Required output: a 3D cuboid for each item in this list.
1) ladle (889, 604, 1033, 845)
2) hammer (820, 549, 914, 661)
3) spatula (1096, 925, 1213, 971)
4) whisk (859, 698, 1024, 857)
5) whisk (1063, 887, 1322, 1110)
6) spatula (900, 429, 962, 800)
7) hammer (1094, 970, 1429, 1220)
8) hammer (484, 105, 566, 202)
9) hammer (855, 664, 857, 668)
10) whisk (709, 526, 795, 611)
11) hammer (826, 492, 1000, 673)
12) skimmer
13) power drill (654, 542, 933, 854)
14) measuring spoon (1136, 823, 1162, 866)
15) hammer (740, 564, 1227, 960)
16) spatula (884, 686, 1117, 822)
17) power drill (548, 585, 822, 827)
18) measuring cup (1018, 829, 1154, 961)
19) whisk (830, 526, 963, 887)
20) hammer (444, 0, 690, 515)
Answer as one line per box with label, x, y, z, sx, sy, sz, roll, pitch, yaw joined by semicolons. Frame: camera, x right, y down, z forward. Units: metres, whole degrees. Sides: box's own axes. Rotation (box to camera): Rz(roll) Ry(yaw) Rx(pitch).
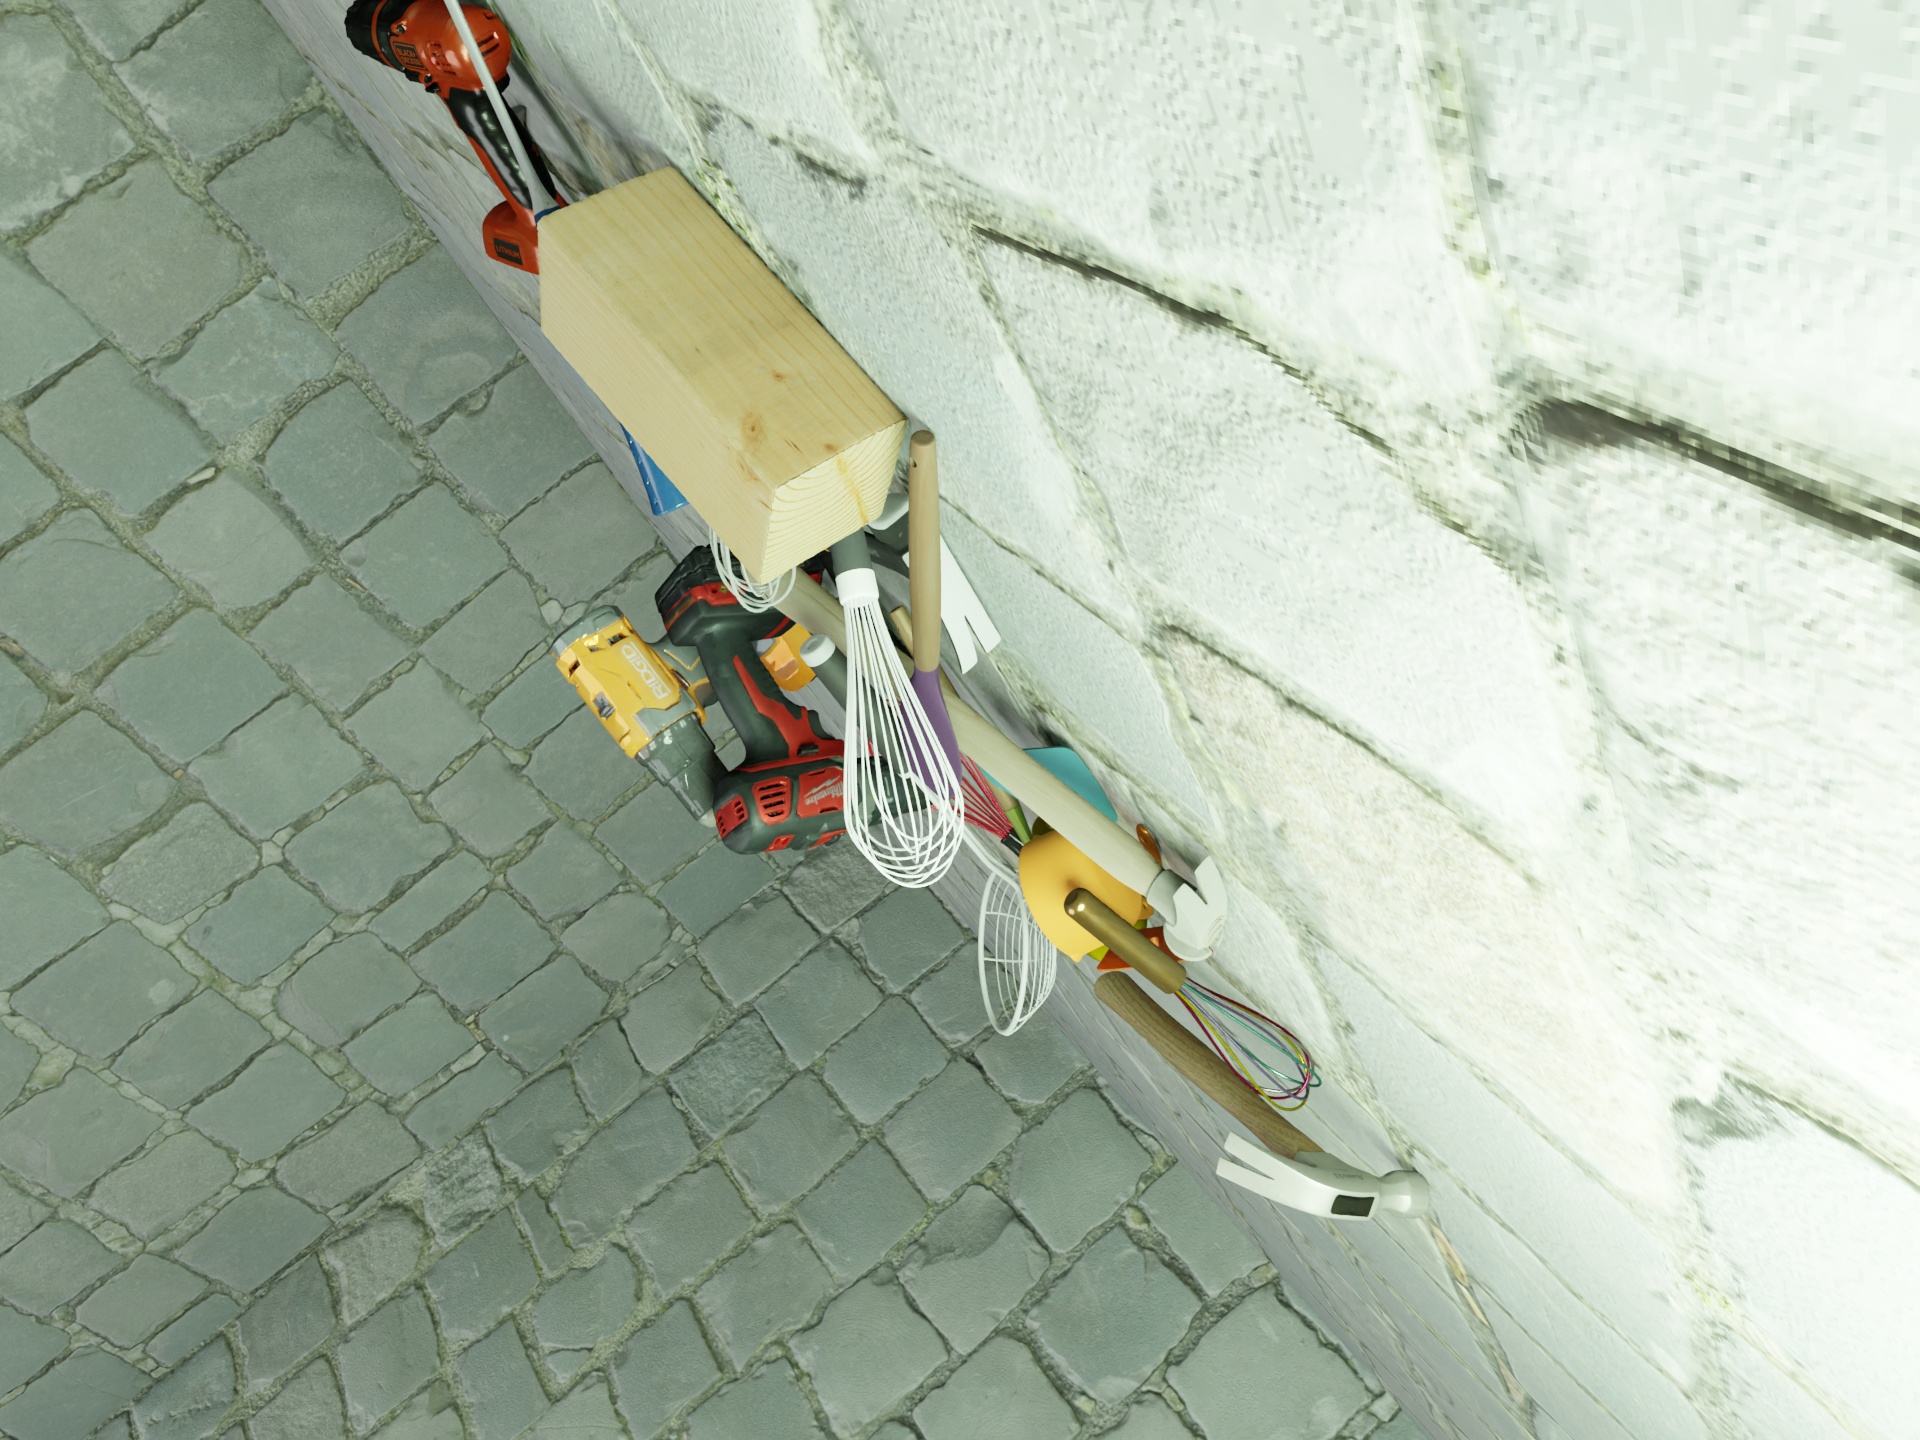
ladle;0.038;0.041;1.283;0.320;0.062;0.078;60;173;-12
hammer;-0.100;-0.129;1.266;0.146;0.035;0.334;47;172;31
spatula;0.157;0.193;1.238;0.322;0.081;0.041;59;-158;-71
whisk;0.028;0.085;1.383;0.296;0.073;0.073;41;173;-2
whisk;0.158;0.188;1.062;0.244;0.047;0.051;40;168;-22
spatula;-0.019;-0.048;0.923;0.060;0.018;0.315;42;154;26
hammer;0.186;0.263;1.158;0.130;0.031;0.332;11;-168;-27
hammer;-0.243;-0.304;1.261;0.386;0.038;0.143;53;171;-15
hammer;-0.188;-0.065;1.429;0.149;0.036;0.359;58;-158;-6
whisk;-0.152;-0.185;1.013;0.058;0.059;0.246;0;115;27
hammer;-0.099;-0.130;1.089;0.337;0.034;0.127;29;158;51
skimmer;-0.030;0.086;1.133;0.362;0.090;0.127;53;-170;-34
power drill;-0.115;-0.017;1.174;0.080;0.188;0.227;-38;68;49
measuring spoon;0.127;0.095;1.080;0.021;0.011;0.116;47;172;25
hammer;0.004;0.003;1.031;0.411;0.038;0.146;39;170;20
spatula;-0.002;-0.004;1.188;0.318;0.044;0.082;38;167;50
power drill;-0.183;-0.033;1.238;0.185;0.226;0.084;52;134;1
measuring cup;0.111;0.119;1.128;0.173;0.052;0.095;15;-128;-52
whisk;-0.053;-0.045;0.898;0.070;0.070;0.285;87;171;-77
hammer;-0.251;-0.314;0.946;0.405;0.035;0.144;68;166;-18
